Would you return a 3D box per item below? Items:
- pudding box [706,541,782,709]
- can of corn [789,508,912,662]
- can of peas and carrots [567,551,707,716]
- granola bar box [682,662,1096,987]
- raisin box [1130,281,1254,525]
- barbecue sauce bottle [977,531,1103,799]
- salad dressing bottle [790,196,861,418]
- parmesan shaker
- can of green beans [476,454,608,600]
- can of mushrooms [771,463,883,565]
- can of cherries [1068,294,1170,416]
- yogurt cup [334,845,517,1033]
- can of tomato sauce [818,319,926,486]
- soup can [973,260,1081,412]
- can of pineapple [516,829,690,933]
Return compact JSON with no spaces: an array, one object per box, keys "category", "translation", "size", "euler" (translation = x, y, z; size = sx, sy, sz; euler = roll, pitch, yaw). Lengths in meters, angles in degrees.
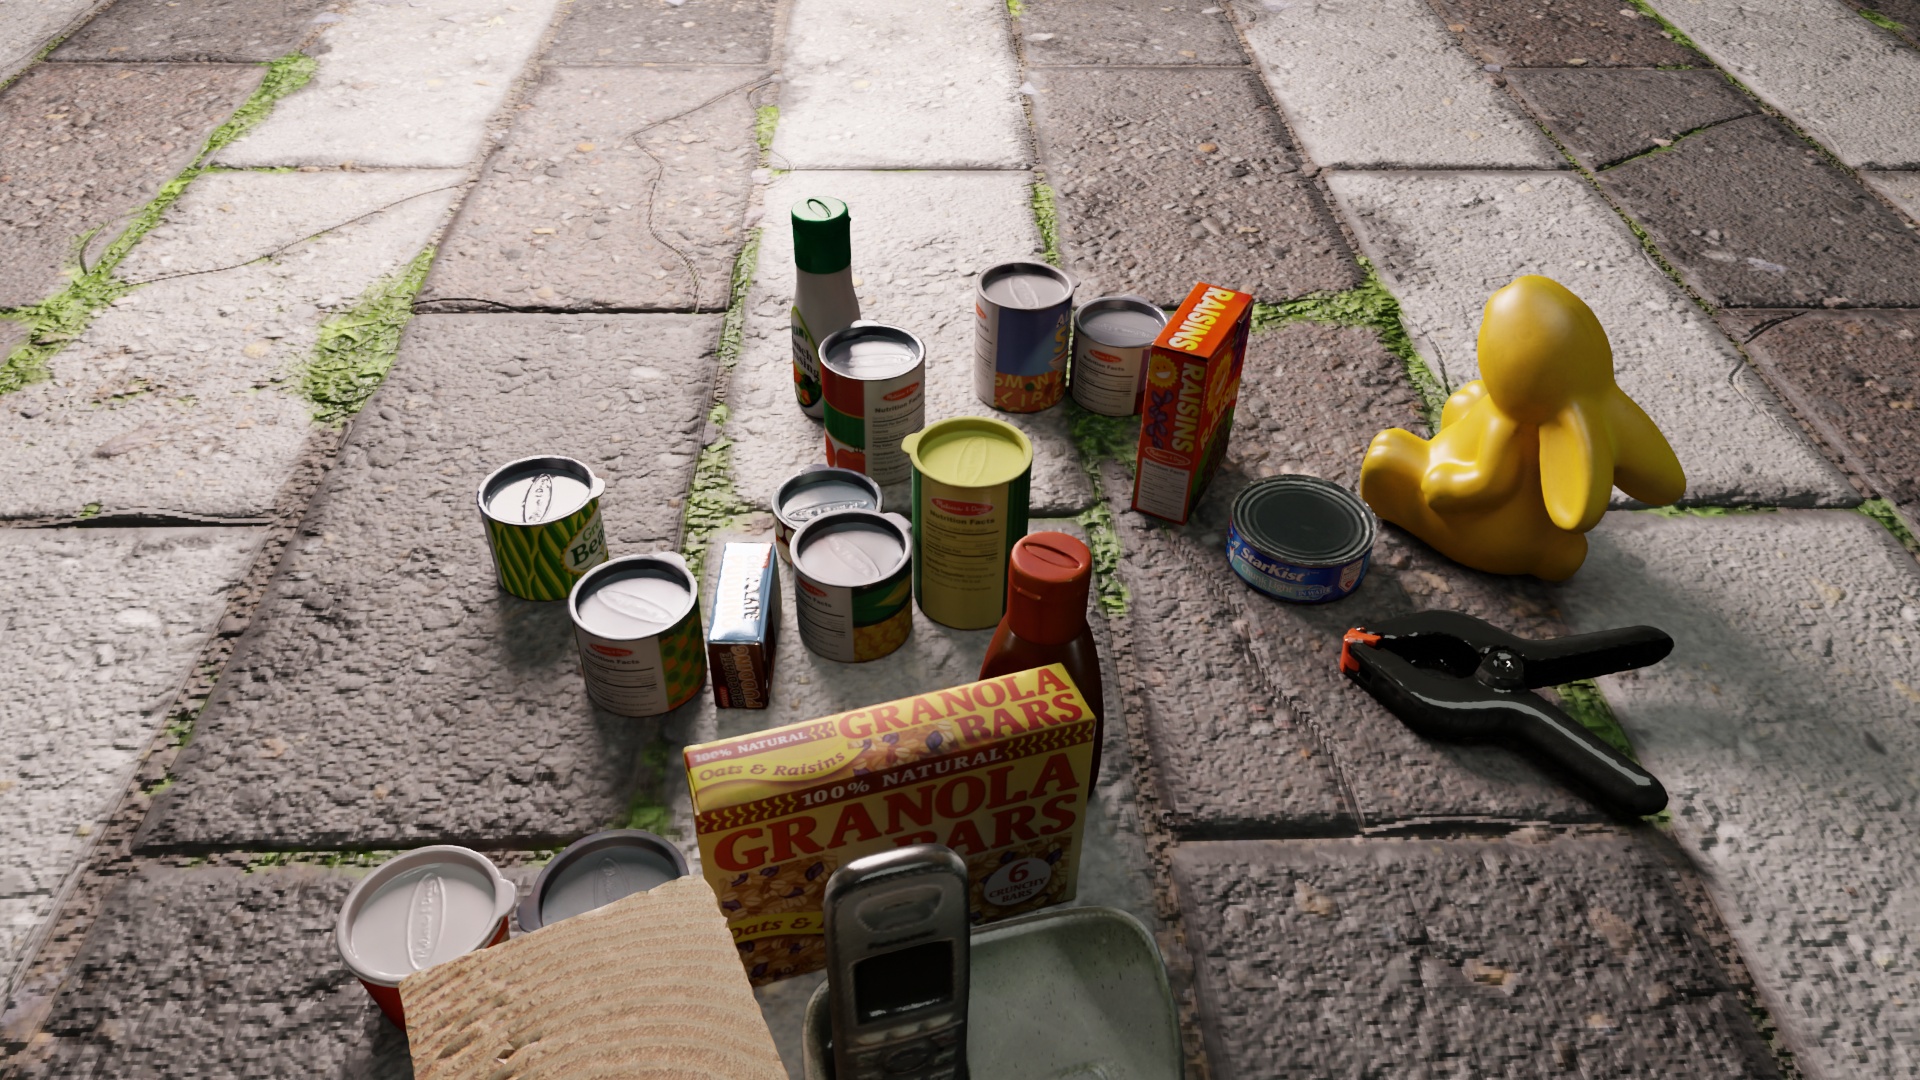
[{"category":"pudding box","translation":[-0.116,0.045,0.751],"size":[0.030,0.049,0.084],"euler":[0,39,-1]},{"category":"can of corn","translation":[-0.057,0.024,0.771],"size":[0.071,0.058,0.071],"euler":[1,39,-1]},{"category":"can of peas and carrots","translation":[-0.169,0.049,0.737],"size":[0.071,0.058,0.071],"euler":[1,39,-1]},{"category":"granola bar box","translation":[-0.029,0.124,0.599],"size":[0.166,0.123,0.039],"euler":[-11,41,-15]},{"category":"raisin box","translation":[0.143,-0.084,0.857],"size":[0.040,0.122,0.086],"euler":[19,43,20]},{"category":"barbecue sauce bottle","translation":[0.038,0.064,0.655],"size":[0.065,0.147,0.044],"euler":[23,44,25]},{"category":"salad dressing bottle","translation":[-0.089,-0.152,0.913],"size":[0.044,0.146,0.064],"euler":[-18,43,-22]},{"category":"parmesan shaker","translation":[0.003,-0.010,0.778],"size":[0.071,0.102,0.072],"euler":[1,39,-1]},{"category":"can of green beans","translation":[-0.240,-0.007,0.804],"size":[0.071,0.057,0.071],"euler":[1,39,-1]},{"category":"can of mushrooms","translation":[-0.080,-0.014,0.835],"size":[0.071,0.033,0.071],"euler":[1,39,-1]},{"category":"can of cherries","translation":[0.111,-0.128,0.960],"size":[0.071,0.058,0.072],"euler":[1,39,-1]},{"category":"yogurt cup","translation":[-0.223,0.172,0.589],"size":[0.072,0.053,0.073],"euler":[1,39,-1]},{"category":"can of tomato sauce","translation":[-0.056,-0.087,0.887],"size":[0.071,0.082,0.071],"euler":[1,39,-1]},{"category":"soup can","translation":[0.045,-0.140,0.952],"size":[0.071,0.083,0.072],"euler":[1,39,-1]},{"category":"can of pineapple","translation":[-0.147,0.167,0.595],"size":[0.071,0.057,0.071],"euler":[1,39,-1]}]
